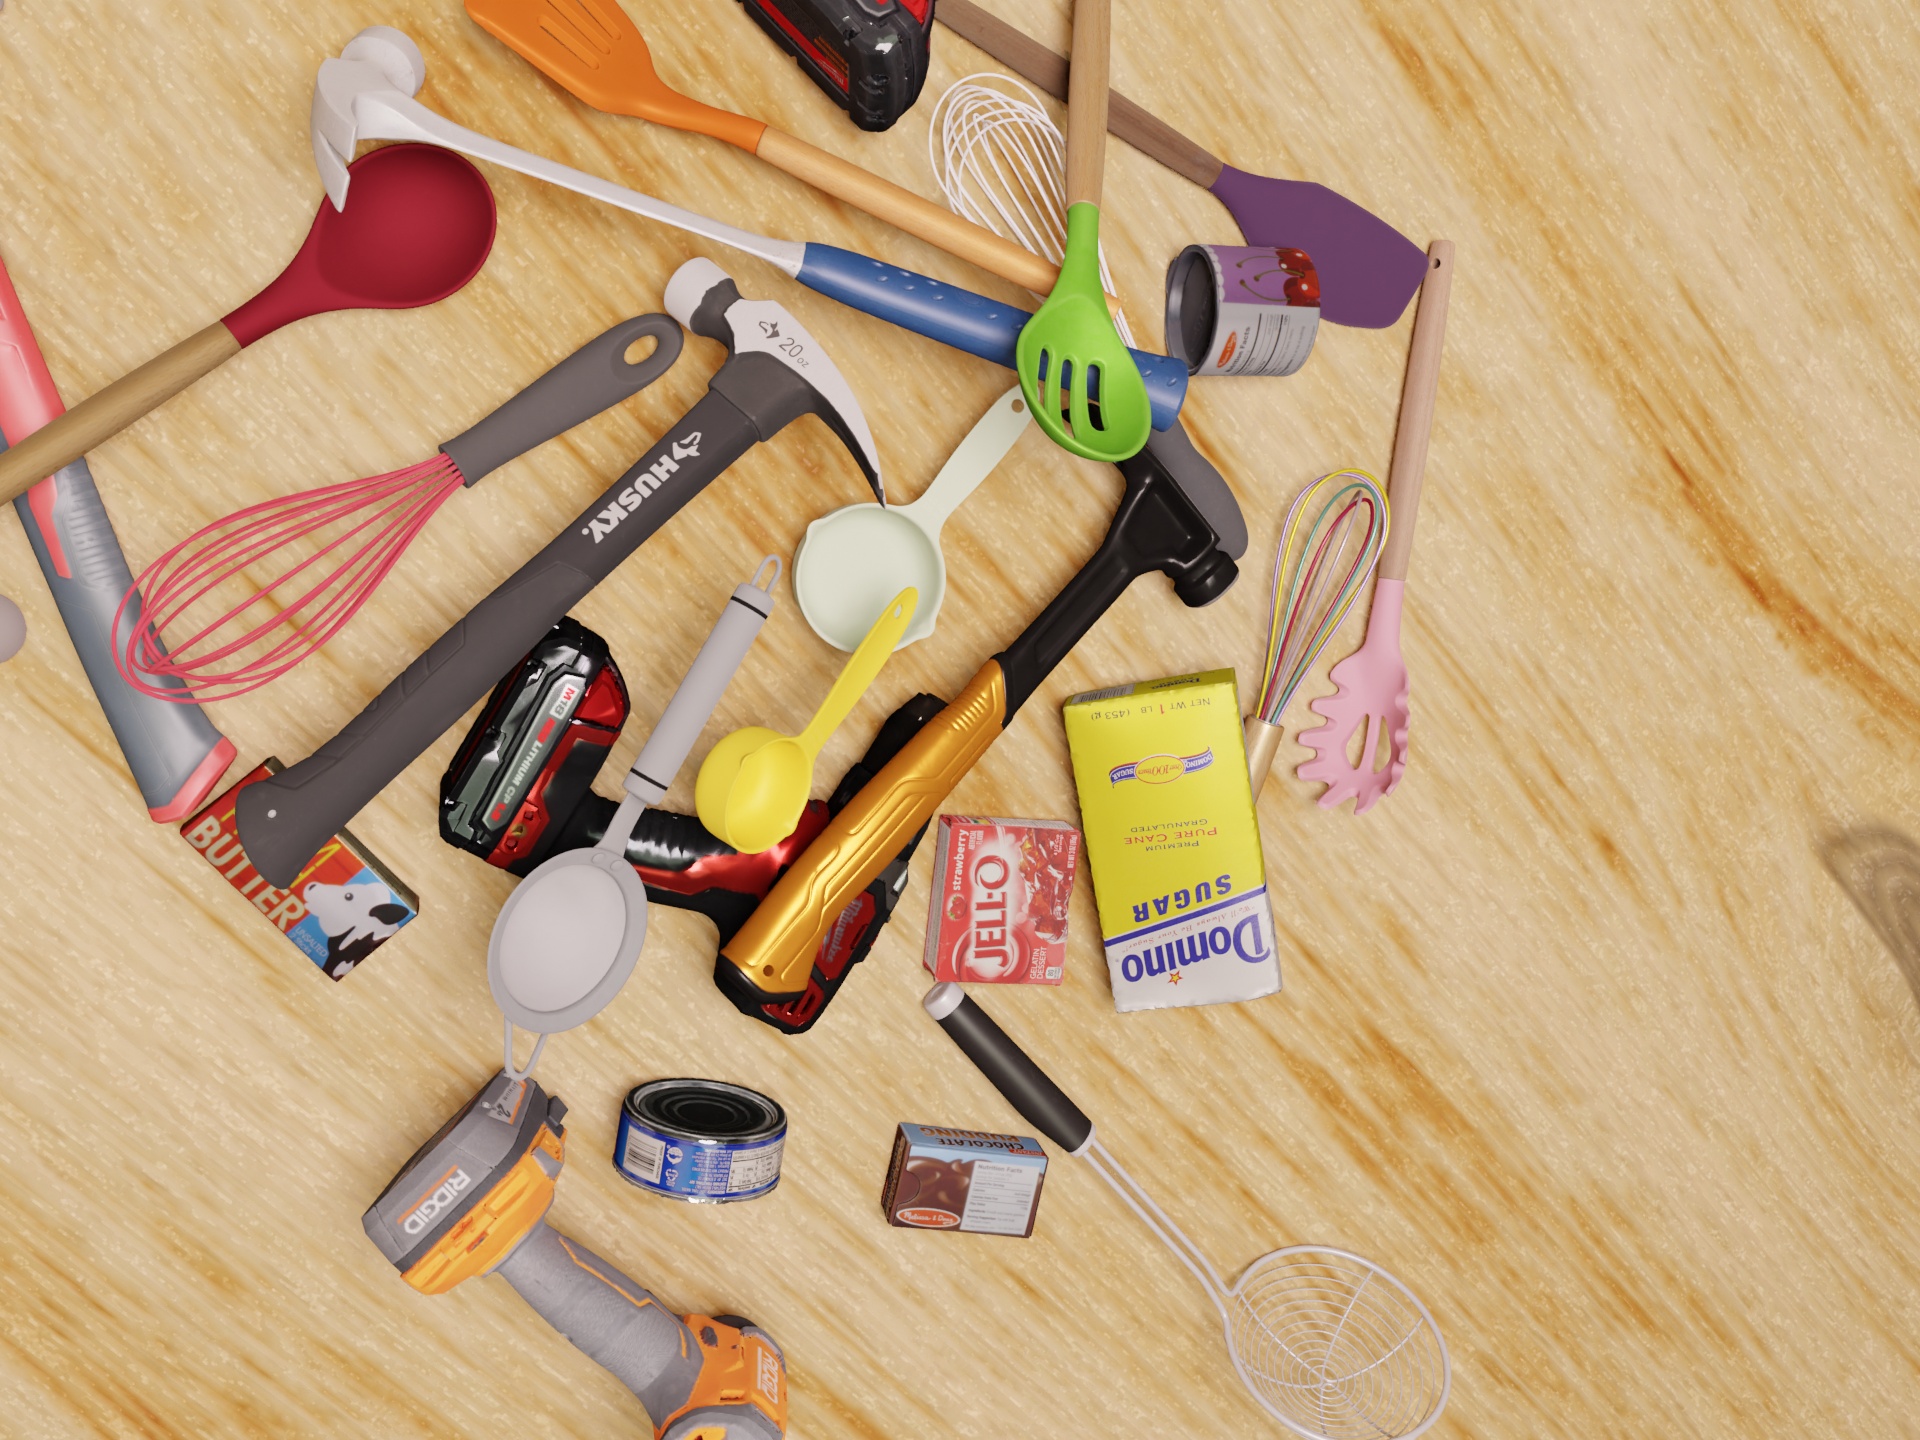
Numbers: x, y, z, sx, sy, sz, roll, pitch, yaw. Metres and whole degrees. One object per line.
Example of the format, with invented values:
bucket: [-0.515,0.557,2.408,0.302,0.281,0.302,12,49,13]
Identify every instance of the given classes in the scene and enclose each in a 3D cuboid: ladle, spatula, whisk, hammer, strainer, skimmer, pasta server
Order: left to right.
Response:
hammer: [-0.428,-0.132,0.695,0.143,0.038,0.386,-18,104,-10]
ladle: [-0.339,-0.152,0.691,0.315,0.031,0.069,-40,109,-18]
whisk: [-0.248,-0.105,0.727,0.296,0.073,0.073,-38,107,-18]
hammer: [-0.179,-0.054,0.700,0.146,0.035,0.335,41,78,15]
strainer: [-0.147,0.037,0.718,0.086,0.050,0.258,37,81,-52]
hammer: [-0.083,-0.208,0.716,0.405,0.144,0.035,16,123,-16]
spatula: [-0.068,-0.266,0.739,0.322,0.041,0.081,24,55,-6]
hammer: [-0.001,-0.002,0.778,0.337,0.034,0.127,-49,111,-15]
whisk: [0.073,-0.195,0.811,0.070,0.070,0.284,-37,111,-6]
spatula: [0.109,-0.292,0.820,0.315,0.018,0.059,26,104,-18]
skimmer: [0.127,0.264,0.882,0.090,0.127,0.363,-33,105,36]
whisk: [0.179,-0.019,0.871,0.047,0.051,0.245,10,103,-41]
pasta server: [0.240,-0.105,0.877,0.040,0.060,0.316,-1,100,-57]

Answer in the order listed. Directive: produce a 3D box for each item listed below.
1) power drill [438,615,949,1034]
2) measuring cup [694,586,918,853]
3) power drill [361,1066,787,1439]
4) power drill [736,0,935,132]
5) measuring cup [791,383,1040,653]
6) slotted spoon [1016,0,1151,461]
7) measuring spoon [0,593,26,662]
power drill: [-0.120,0.032,0.787,0.226,0.080,0.188,31,91,-20]
measuring cup: [-0.071,-0.007,0.750,0.156,0.029,0.062,-56,147,-23]
power drill: [-0.174,0.281,0.784,0.084,0.164,0.226,-44,95,-4]
power drill: [0.007,-0.386,0.733,0.219,0.078,0.143,-44,89,-7]
measuring cup: [-0.020,-0.107,0.809,0.083,0.038,0.167,41,86,-17]
slotted spoon: [0.060,-0.259,0.745,0.070,0.031,0.314,13,70,-26]
measuring spoon: [-0.458,-0.081,0.705,0.034,0.018,0.124,-24,104,-10]
